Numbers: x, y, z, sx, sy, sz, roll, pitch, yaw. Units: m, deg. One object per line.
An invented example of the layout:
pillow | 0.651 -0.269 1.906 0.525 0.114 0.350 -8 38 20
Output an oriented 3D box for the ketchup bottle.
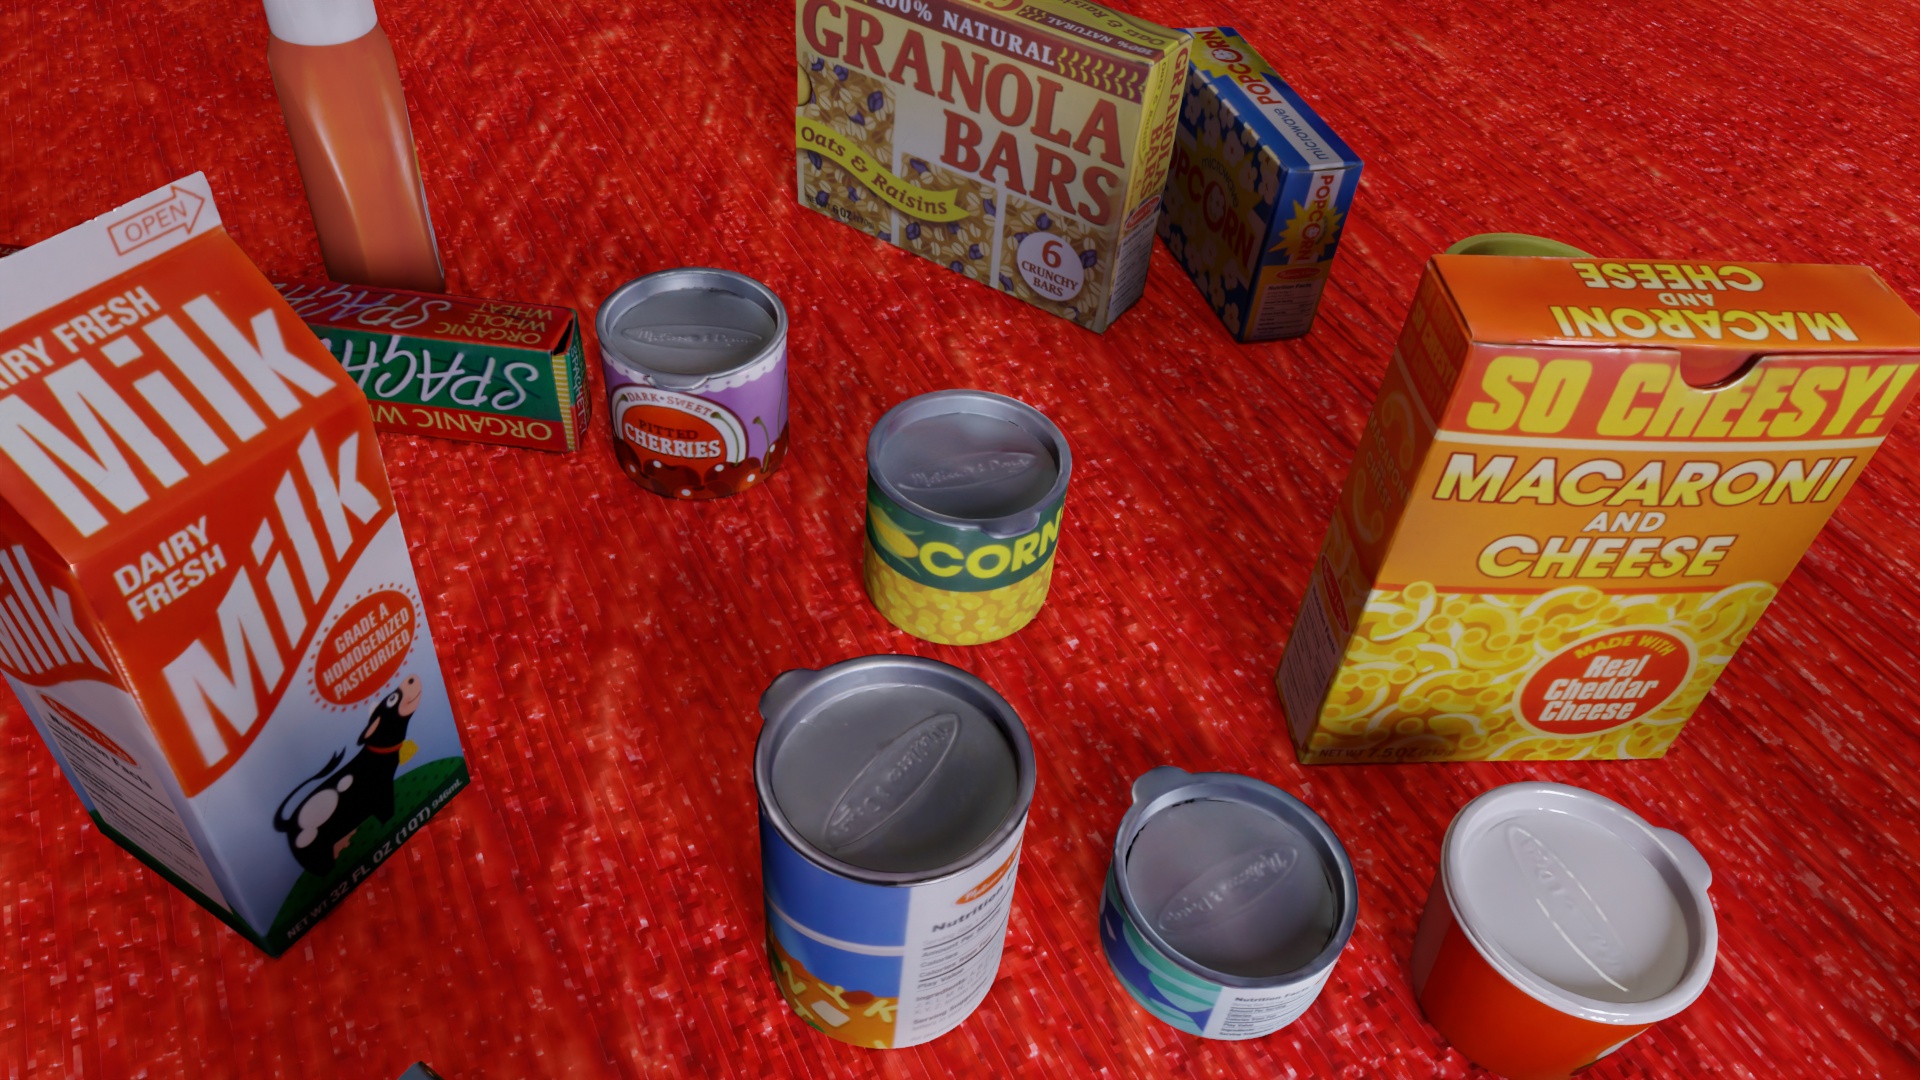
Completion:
ketchup bottle | -0.235 -0.162 0.530 0.044 0.148 0.065 -24 52 -27

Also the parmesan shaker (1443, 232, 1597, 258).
parmesan shaker | 0.185 -0.047 0.492 0.071 0.102 0.072 3 45 -3

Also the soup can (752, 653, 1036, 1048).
soup can | -0.020 0.079 0.356 0.071 0.083 0.072 3 45 -3

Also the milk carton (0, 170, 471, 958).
milk carton | -0.184 0.010 0.333 0.073 0.189 0.073 26 48 19

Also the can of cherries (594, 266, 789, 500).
can of cherries | -0.096 -0.055 0.501 0.071 0.058 0.072 3 45 -3

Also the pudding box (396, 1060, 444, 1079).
pudding box | -0.131 0.158 0.288 0.030 0.049 0.084 27 48 20

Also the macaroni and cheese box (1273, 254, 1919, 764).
macaroni and cheese box | 0.172 0.000 0.398 0.124 0.165 0.040 0 45 -6

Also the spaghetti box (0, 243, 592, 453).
spaghetti box | -0.260 -0.071 0.505 0.250 0.049 0.029 6 45 0

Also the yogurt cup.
yogurt cup | 0.154 0.106 0.368 0.072 0.053 0.073 3 45 -3

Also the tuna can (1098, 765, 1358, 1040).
tuna can | 0.071 0.098 0.382 0.071 0.032 0.071 3 45 -3

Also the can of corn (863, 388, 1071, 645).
can of corn | 0.002 -0.006 0.462 0.071 0.058 0.071 3 45 -3

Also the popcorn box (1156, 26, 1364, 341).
popcorn box | 0.121 -0.158 0.611 0.038 0.084 0.127 -10 47 -15

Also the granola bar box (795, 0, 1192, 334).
granola bar box | 0.006 -0.174 0.586 0.166 0.123 0.039 27 48 20
